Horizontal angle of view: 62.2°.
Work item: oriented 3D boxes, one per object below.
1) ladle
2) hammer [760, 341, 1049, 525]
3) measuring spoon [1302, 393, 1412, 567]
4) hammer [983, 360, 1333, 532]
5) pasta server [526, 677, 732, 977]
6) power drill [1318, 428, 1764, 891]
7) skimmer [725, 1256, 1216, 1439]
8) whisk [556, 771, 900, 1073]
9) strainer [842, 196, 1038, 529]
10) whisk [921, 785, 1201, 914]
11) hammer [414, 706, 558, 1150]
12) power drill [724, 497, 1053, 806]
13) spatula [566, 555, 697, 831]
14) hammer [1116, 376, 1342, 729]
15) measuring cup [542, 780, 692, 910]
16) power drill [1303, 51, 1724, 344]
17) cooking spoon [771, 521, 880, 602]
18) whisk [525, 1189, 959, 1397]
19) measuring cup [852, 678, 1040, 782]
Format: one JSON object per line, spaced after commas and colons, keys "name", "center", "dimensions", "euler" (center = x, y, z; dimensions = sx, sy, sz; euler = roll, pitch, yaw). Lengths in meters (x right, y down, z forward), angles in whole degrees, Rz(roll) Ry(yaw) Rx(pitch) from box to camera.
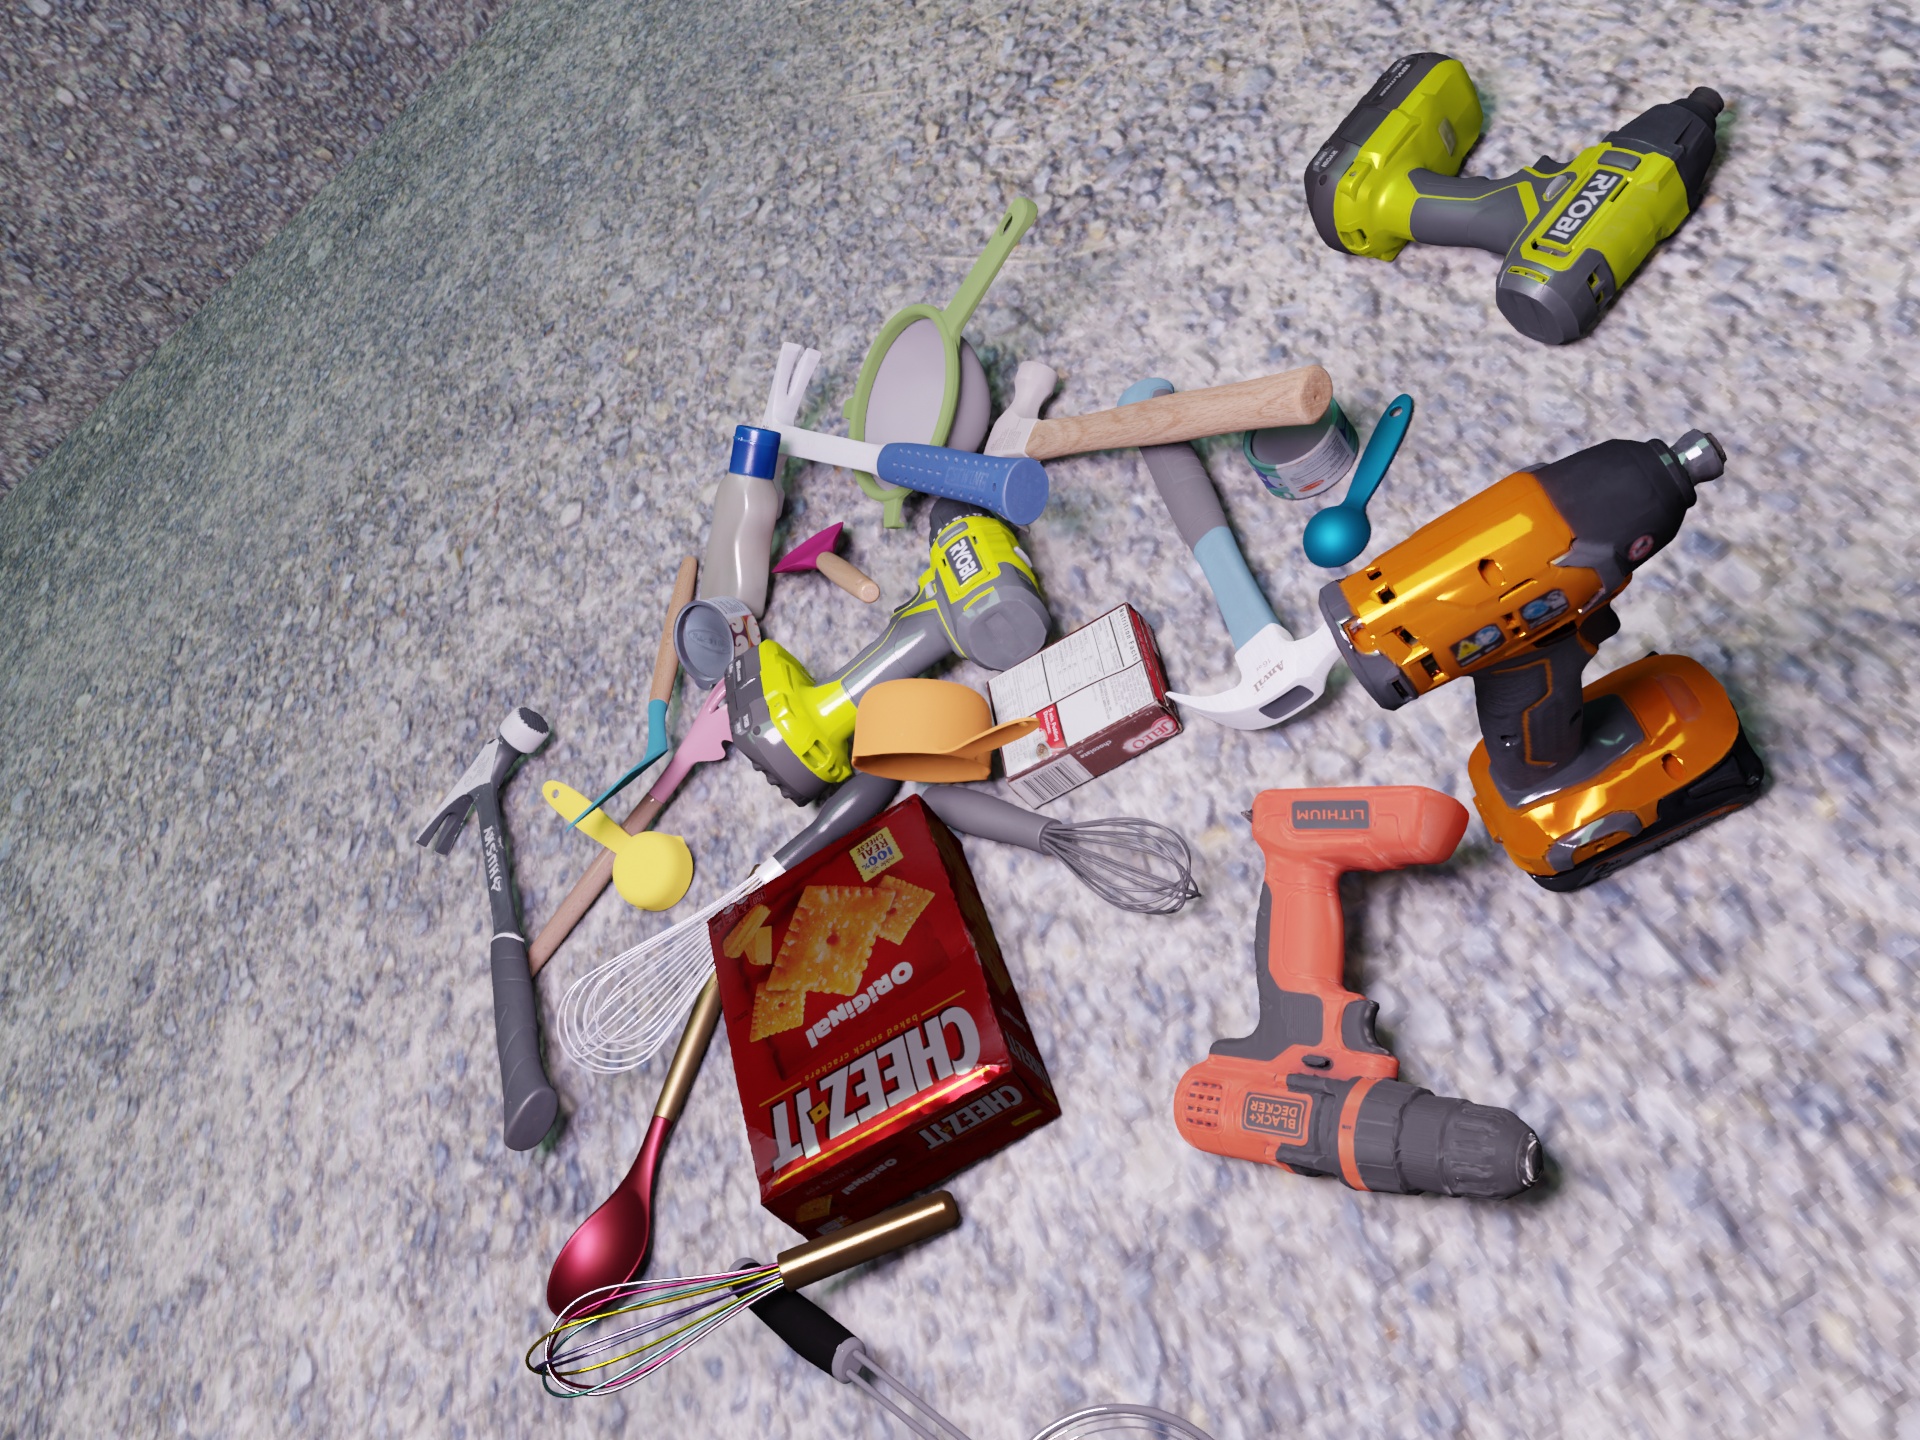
{"name": "ladle", "center": [-0.187, 0.236, 1.042], "dimensions": [0.069, 0.031, 0.316], "euler": [-1, 58, 36]}
{"name": "hammer", "center": [-0.058, -0.197, 1.164], "dimensions": [0.406, 0.035, 0.144], "euler": [25, 104, 57]}
{"name": "measuring spoon", "center": [0.244, -0.152, 0.973], "dimensions": [0.042, 0.021, 0.129], "euler": [14, 71, 45]}
{"name": "hammer", "center": [0.116, -0.194, 1.051], "dimensions": [0.331, 0.031, 0.130], "euler": [6, 73, 58]}
{"name": "pasta server", "center": [-0.241, 0.083, 1.205], "dimensions": [0.316, 0.040, 0.060], "euler": [-53, 42, 1]}
{"name": "power drill", "center": [0.274, -0.026, 0.699], "dimensions": [0.164, 0.226, 0.084], "euler": [-32, 44, 18]}
{"name": "skimmer", "center": [-0.003, 0.354, 0.797], "dimensions": [0.363, 0.090, 0.127], "euler": [9, 69, 54]}
{"name": "whisk", "center": [-0.148, 0.124, 1.052], "dimensions": [0.284, 0.070, 0.070], "euler": [-42, 41, -10]}
{"name": "strainer", "center": [0.004, -0.270, 1.182], "dimensions": [0.256, 0.069, 0.152], "euler": [-53, 42, 34]}
{"name": "whisk", "center": [0.051, 0.070, 0.952], "dimensions": [0.239, 0.055, 0.055], "euler": [14, 70, 50]}
{"name": "hammer", "center": [-0.350, 0.158, 1.206], "dimensions": [0.149, 0.036, 0.409], "euler": [-45, 38, 15]}
{"name": "power drill", "center": [-0.052, -0.060, 1.112], "dimensions": [0.228, 0.080, 0.191], "euler": [-35, 33, 10]}
{"name": "spatula", "center": [-0.242, -0.035, 1.250], "dimensions": [0.082, 0.044, 0.318], "euler": [-39, 31, 31]}
{"name": "hammer", "center": [0.156, -0.120, 1.002], "dimensions": [0.128, 0.033, 0.331], "euler": [-45, 36, 25]}
{"name": "measuring cup", "center": [-0.263, 0.085, 1.176], "dimensions": [0.157, 0.029, 0.062], "euler": [32, 90, 25]}
{"name": "power drill", "center": [0.343, -0.339, 0.995], "dimensions": [0.171, 0.080, 0.223], "euler": [-50, 45, -1]}
{"name": "cooking spoon", "center": [-0.092, -0.110, 1.141], "dimensions": [0.069, 0.017, 0.319], "euler": [-36, 17, -4]}
{"name": "whisk", "center": [-0.117, 0.306, 0.859], "dimensions": [0.245, 0.047, 0.051], "euler": [-20, 16, -4]}
{"name": "measuring cup", "center": [-0.002, -0.003, 0.964], "dimensions": [0.173, 0.095, 0.052], "euler": [-23, 61, 56]}
